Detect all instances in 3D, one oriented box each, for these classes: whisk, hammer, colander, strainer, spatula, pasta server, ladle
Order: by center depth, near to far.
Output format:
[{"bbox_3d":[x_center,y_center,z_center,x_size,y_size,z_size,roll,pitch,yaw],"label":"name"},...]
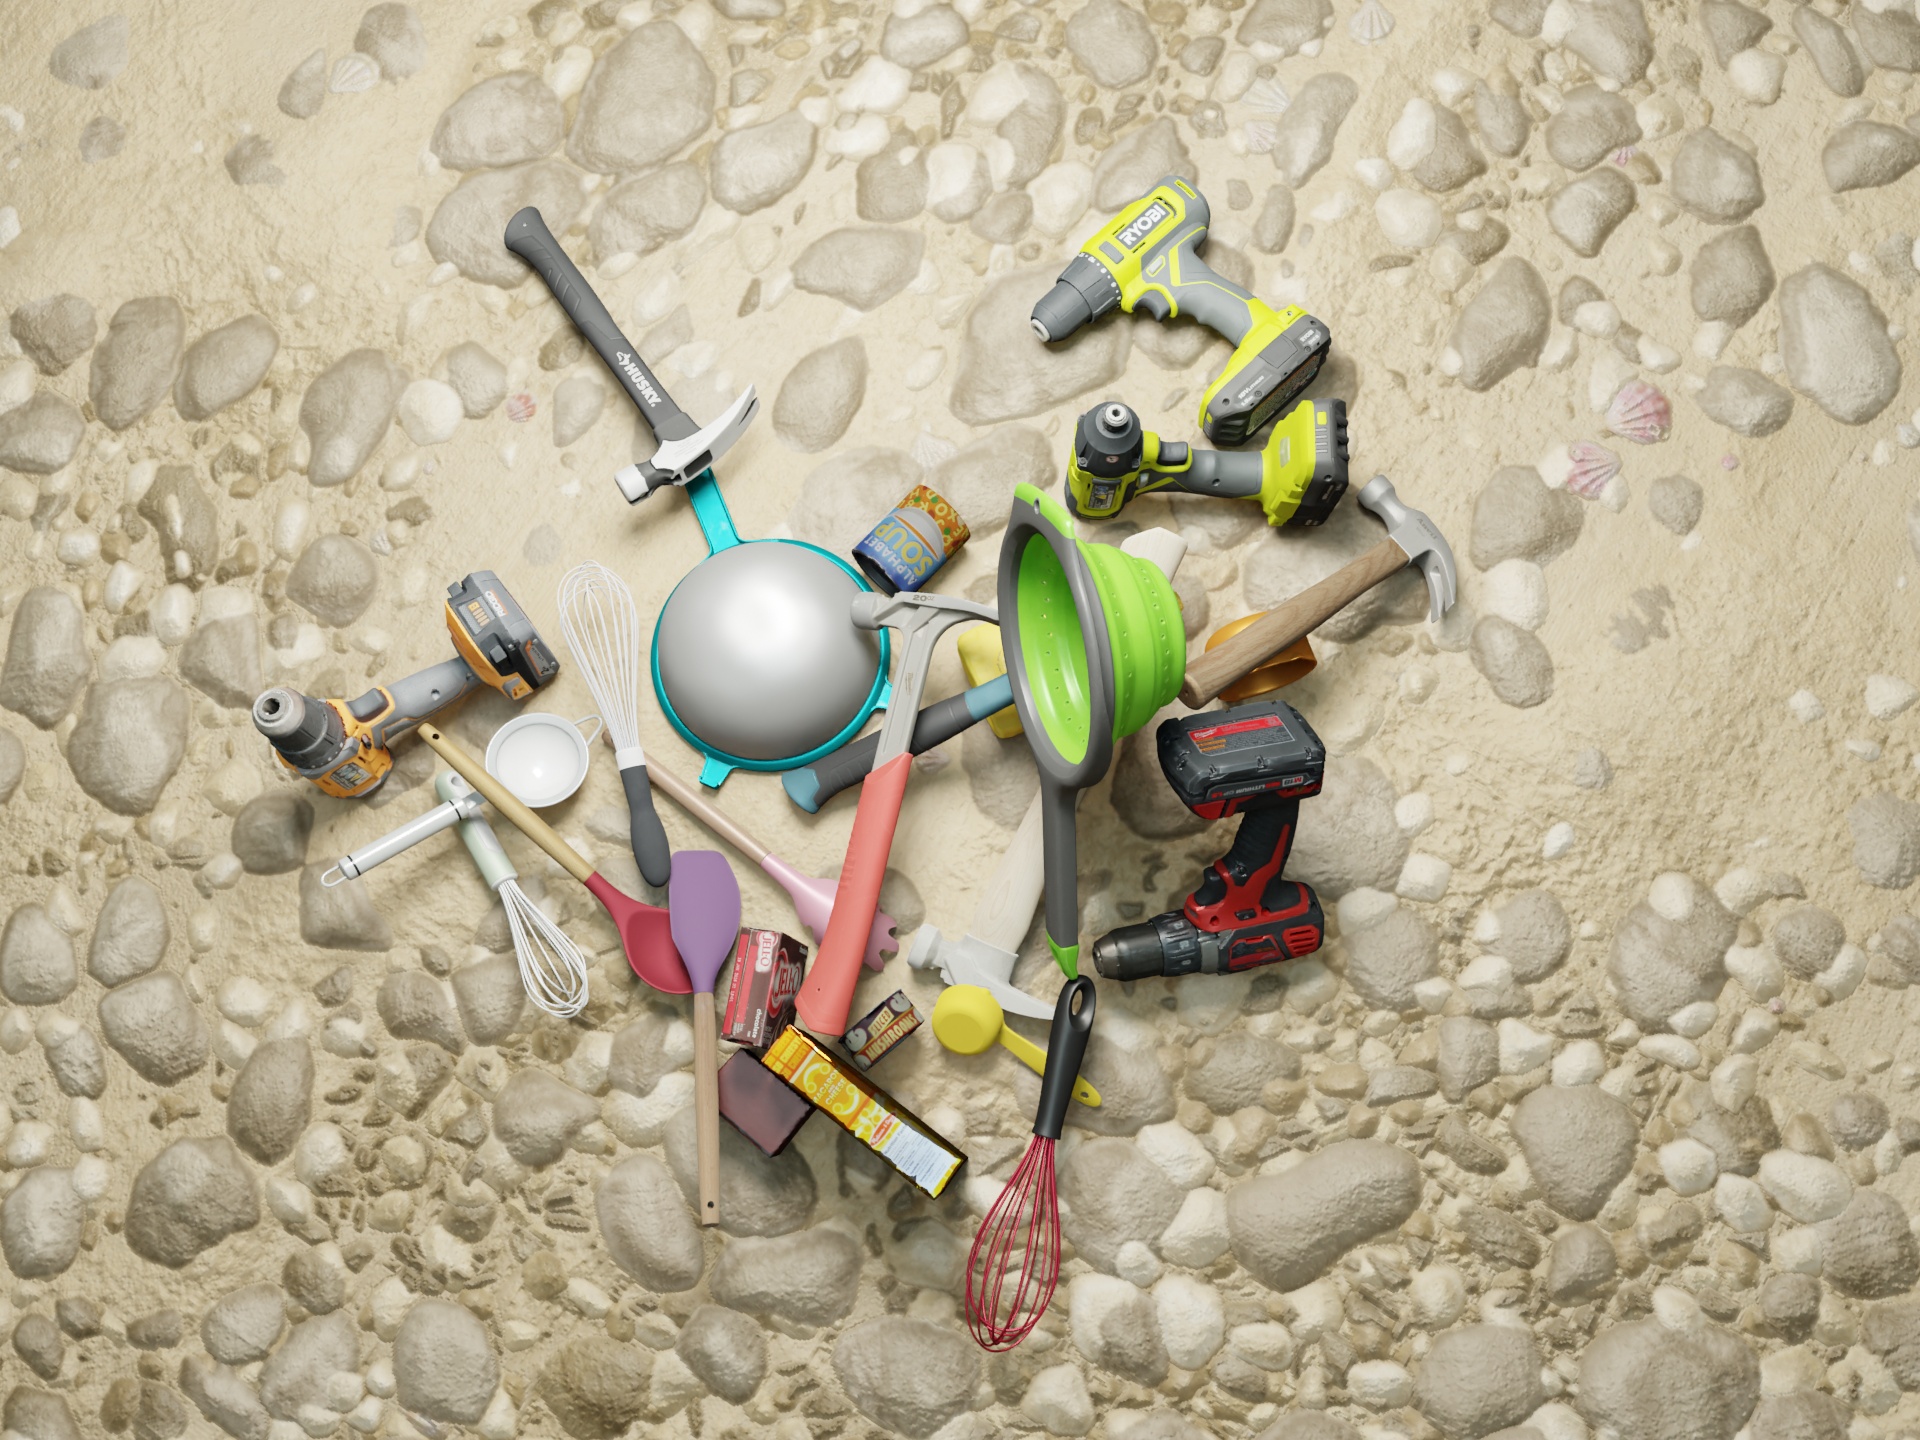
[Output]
[{"bbox_3d":[0.106,0.016,1.190,0.094,0.205,0.396,-11,117,-15],"label":"colander"},{"bbox_3d":[0.062,0.344,1.244,0.073,0.073,0.296,14,81,6],"label":"whisk"},{"bbox_3d":[-0.202,0.243,1.268,0.059,0.018,0.316,2,57,-14],"label":"spatula"},{"bbox_3d":[-0.057,0.074,1.269,0.149,0.036,0.359,10,82,27],"label":"hammer"},{"bbox_3d":[0.291,-0.092,1.296,0.331,0.031,0.130,-32,75,-33],"label":"hammer"},{"bbox_3d":[-0.002,-0.004,1.302,0.331,0.033,0.128,-26,70,17],"label":"hammer"},{"bbox_3d":[0.101,0.040,1.302,0.146,0.038,0.410,23,90,6],"label":"hammer"},{"bbox_3d":[-0.326,0.112,1.310,0.315,0.031,0.069,43,56,-4],"label":"ladle"},{"bbox_3d":[-0.411,0.069,1.325,0.258,0.050,0.087,-31,74,-26],"label":"strainer"},{"bbox_3d":[-0.378,0.142,1.334,0.059,0.057,0.246,-42,72,23],"label":"whisk"},{"bbox_3d":[-0.284,0.001,1.337,0.070,0.070,0.285,-15,83,-1],"label":"whisk"},{"bbox_3d":[-0.183,0.103,1.345,0.316,0.040,0.060,36,80,14],"label":"pasta server"},{"bbox_3d":[-0.192,-0.125,1.364,0.211,0.095,0.340,-23,78,-3],"label":"strainer"},{"bbox_3d":[-0.314,-0.348,1.432,0.146,0.035,0.335,-33,69,-10],"label":"hammer"}]

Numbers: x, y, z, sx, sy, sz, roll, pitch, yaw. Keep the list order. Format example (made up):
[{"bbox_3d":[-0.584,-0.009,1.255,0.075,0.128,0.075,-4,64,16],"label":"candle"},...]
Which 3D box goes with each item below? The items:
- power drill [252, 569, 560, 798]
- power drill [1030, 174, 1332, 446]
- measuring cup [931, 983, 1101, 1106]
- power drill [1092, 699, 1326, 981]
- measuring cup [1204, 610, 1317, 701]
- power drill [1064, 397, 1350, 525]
[{"bbox_3d":[-0.459,-0.029,1.309,0.226,0.185,0.084,-35,76,-9],"label":"power drill"},{"bbox_3d":[0.194,-0.354,1.414,0.190,0.080,0.229,-42,76,-8],"label":"power drill"},{"bbox_3d":[0.045,0.271,1.281,0.156,0.029,0.062,34,121,2],"label":"measuring cup"},{"bbox_3d":[0.193,0.108,1.237,0.188,0.226,0.080,-10,34,-8],"label":"power drill"},{"bbox_3d":[0.212,-0.053,1.311,0.173,0.095,0.052,-5,71,-29],"label":"measuring cup"},{"bbox_3d":[0.204,-0.219,1.333,0.223,0.171,0.080,1,77,-1],"label":"power drill"}]
